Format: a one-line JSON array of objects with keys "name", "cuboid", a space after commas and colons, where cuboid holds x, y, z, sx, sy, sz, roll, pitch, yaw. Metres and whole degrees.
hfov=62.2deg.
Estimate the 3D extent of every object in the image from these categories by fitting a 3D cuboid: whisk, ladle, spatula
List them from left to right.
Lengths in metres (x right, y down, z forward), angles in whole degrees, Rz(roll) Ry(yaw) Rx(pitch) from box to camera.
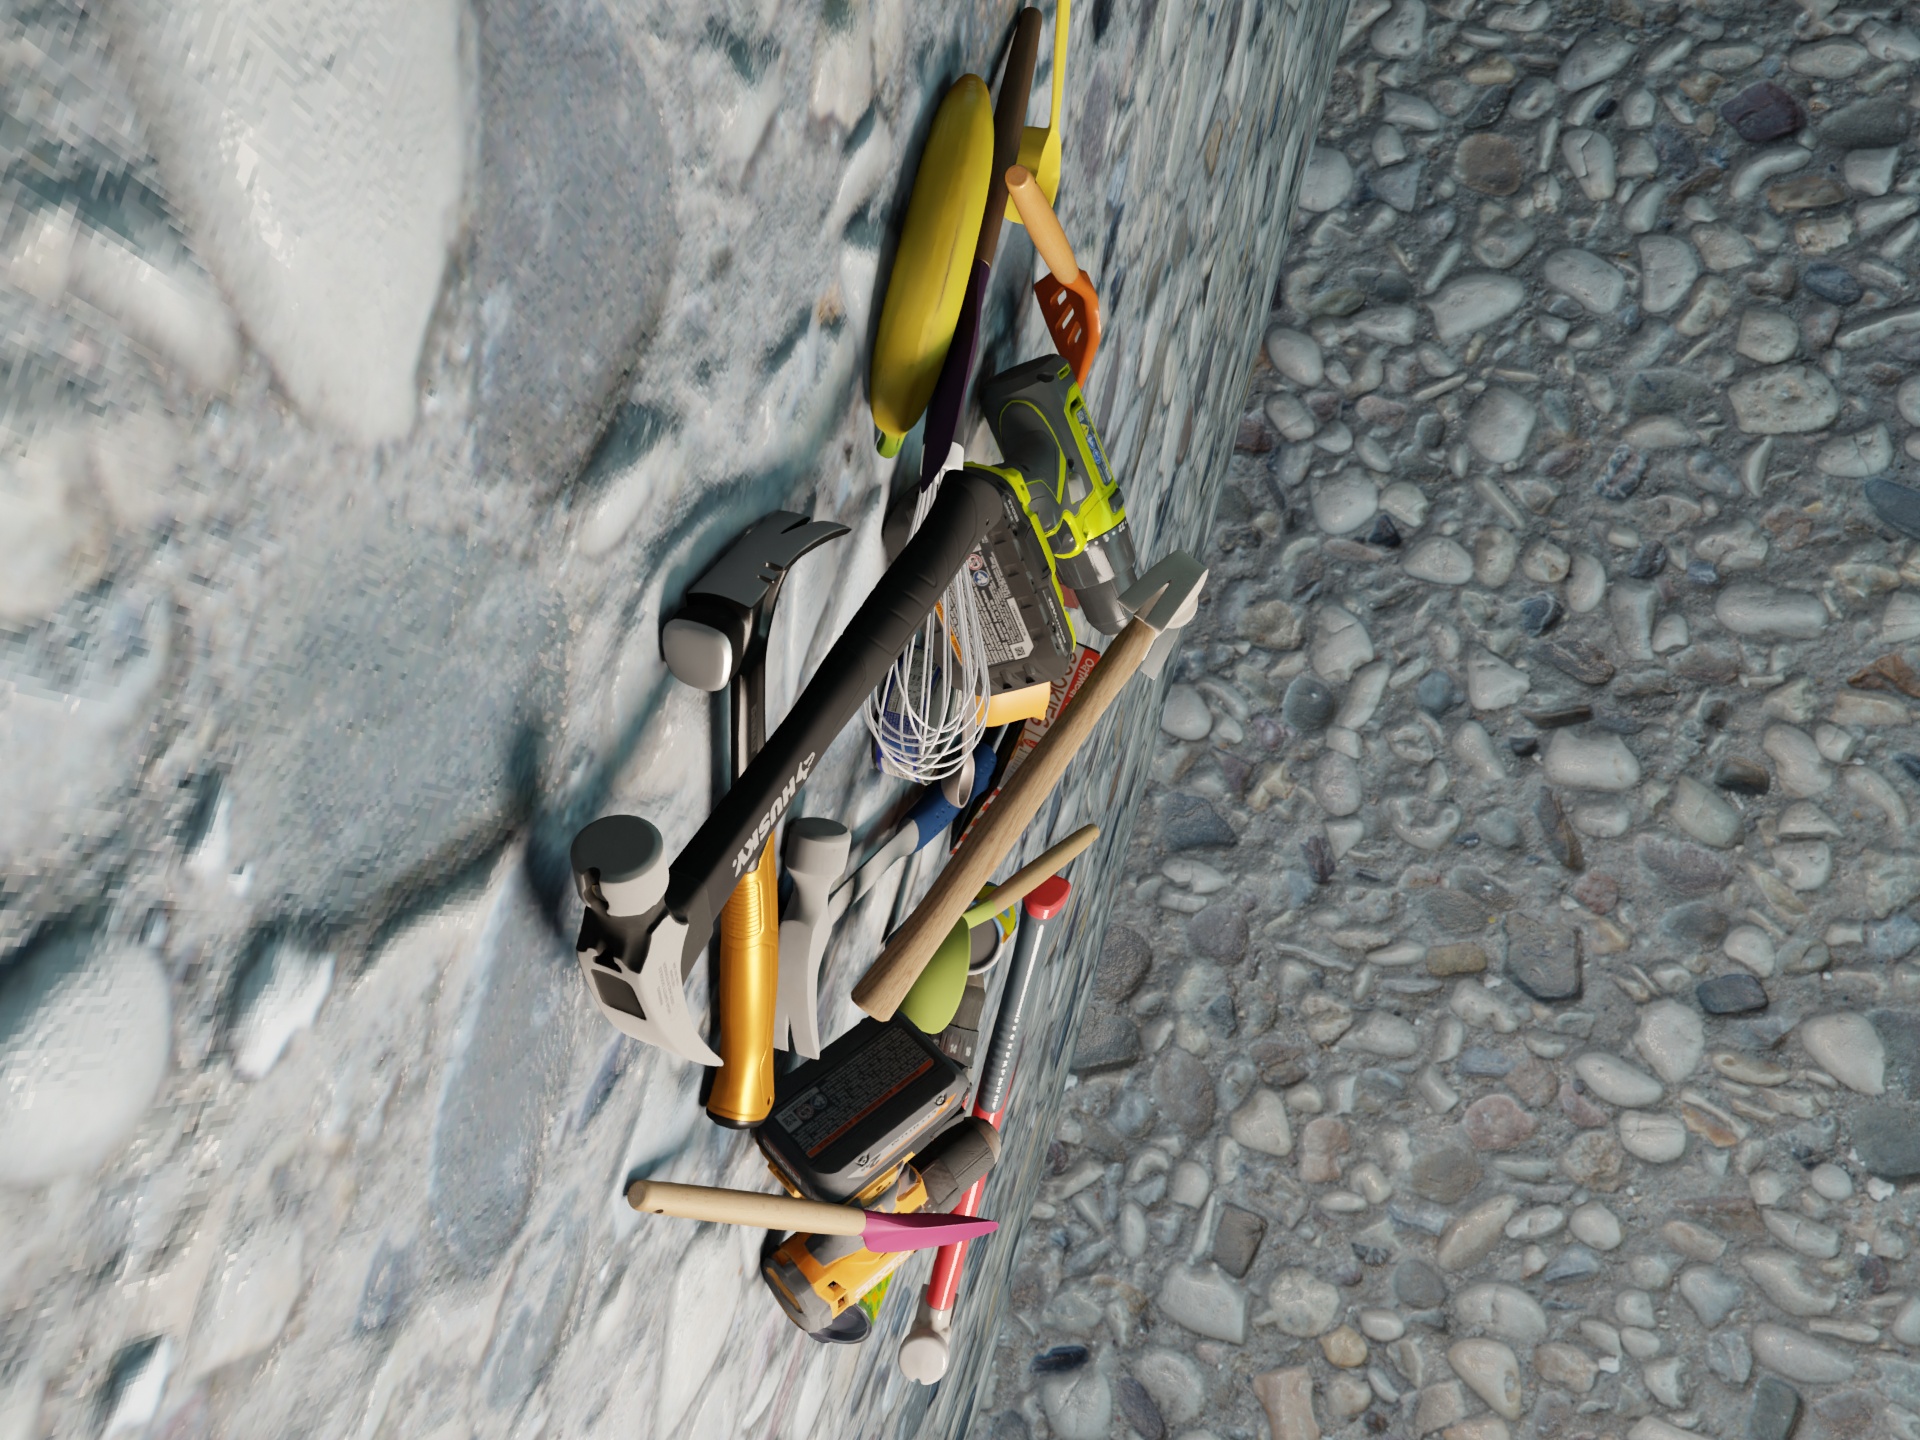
[{"name": "whisk", "cuboid": [-0.013, -0.107, 0.834, 0.070, 0.070, 0.285, 69, 23, -70]}, {"name": "spatula", "cuboid": [0.012, -0.258, 0.842, 0.059, 0.018, 0.316, 137, -33, -62]}, {"name": "ladle", "cuboid": [0.041, 0.131, 1.120, 0.320, 0.062, 0.078, -26, 146, -59]}, {"name": "spatula", "cuboid": [0.052, -0.269, 0.946, 0.322, 0.041, 0.081, -5, 72, -79]}]

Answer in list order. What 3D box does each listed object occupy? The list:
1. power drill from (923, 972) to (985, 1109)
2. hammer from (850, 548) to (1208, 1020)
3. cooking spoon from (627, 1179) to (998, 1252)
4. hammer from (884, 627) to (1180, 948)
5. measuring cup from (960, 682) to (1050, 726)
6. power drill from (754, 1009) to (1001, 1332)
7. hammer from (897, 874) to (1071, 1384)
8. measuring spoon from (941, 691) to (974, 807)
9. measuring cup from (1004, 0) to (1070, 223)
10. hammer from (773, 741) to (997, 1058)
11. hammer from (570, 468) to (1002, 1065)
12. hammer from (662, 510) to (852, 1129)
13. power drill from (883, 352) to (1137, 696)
[{"name": "power drill", "cuboid": [-0.028, 0.287, 1.263, 0.226, 0.080, 0.188, 49, 56, -79]}, {"name": "hammer", "cuboid": [0.042, 0.036, 0.939, 0.331, 0.031, 0.130, -54, 171, -5]}, {"name": "cooking spoon", "cuboid": [-0.072, 0.273, 0.875, 0.318, 0.069, 0.017, 32, 39, -53]}, {"name": "hammer", "cuboid": [0.053, 0.042, 1.150, 0.331, 0.033, 0.128, -53, -176, 3]}, {"name": "measuring cup", "cuboid": [0.008, -0.033, 1.108, 0.173, 0.052, 0.095, 152, -78, -71]}, {"name": "power drill", "cuboid": [-0.044, 0.279, 1.017, 0.185, 0.084, 0.226, -32, 146, -28]}, {"name": "hammer", "cuboid": [0.021, 0.304, 1.238, 0.143, 0.038, 0.386, -24, 128, -84]}, {"name": "measuring spoon", "cuboid": [-0.002, -0.003, 1.019, 0.034, 0.018, 0.124, -46, 141, -64]}, {"name": "measuring cup", "cuboid": [0.044, -0.371, 0.933, 0.062, 0.029, 0.156, -51, 149, -64]}, {"name": "hammer", "cuboid": [-0.041, 0.085, 1.051, 0.405, 0.035, 0.144, -40, 142, -71]}, {"name": "hammer", "cuboid": [-0.058, -0.002, 0.689, 0.146, 0.035, 0.335, 91, 23, -45]}, {"name": "hammer", "cuboid": [-0.099, 0.067, 0.761, 0.127, 0.034, 0.336, -58, 159, -53]}, {"name": "power drill", "cuboid": [0.049, -0.108, 0.989, 0.190, 0.080, 0.229, 66, 29, -18]}]
